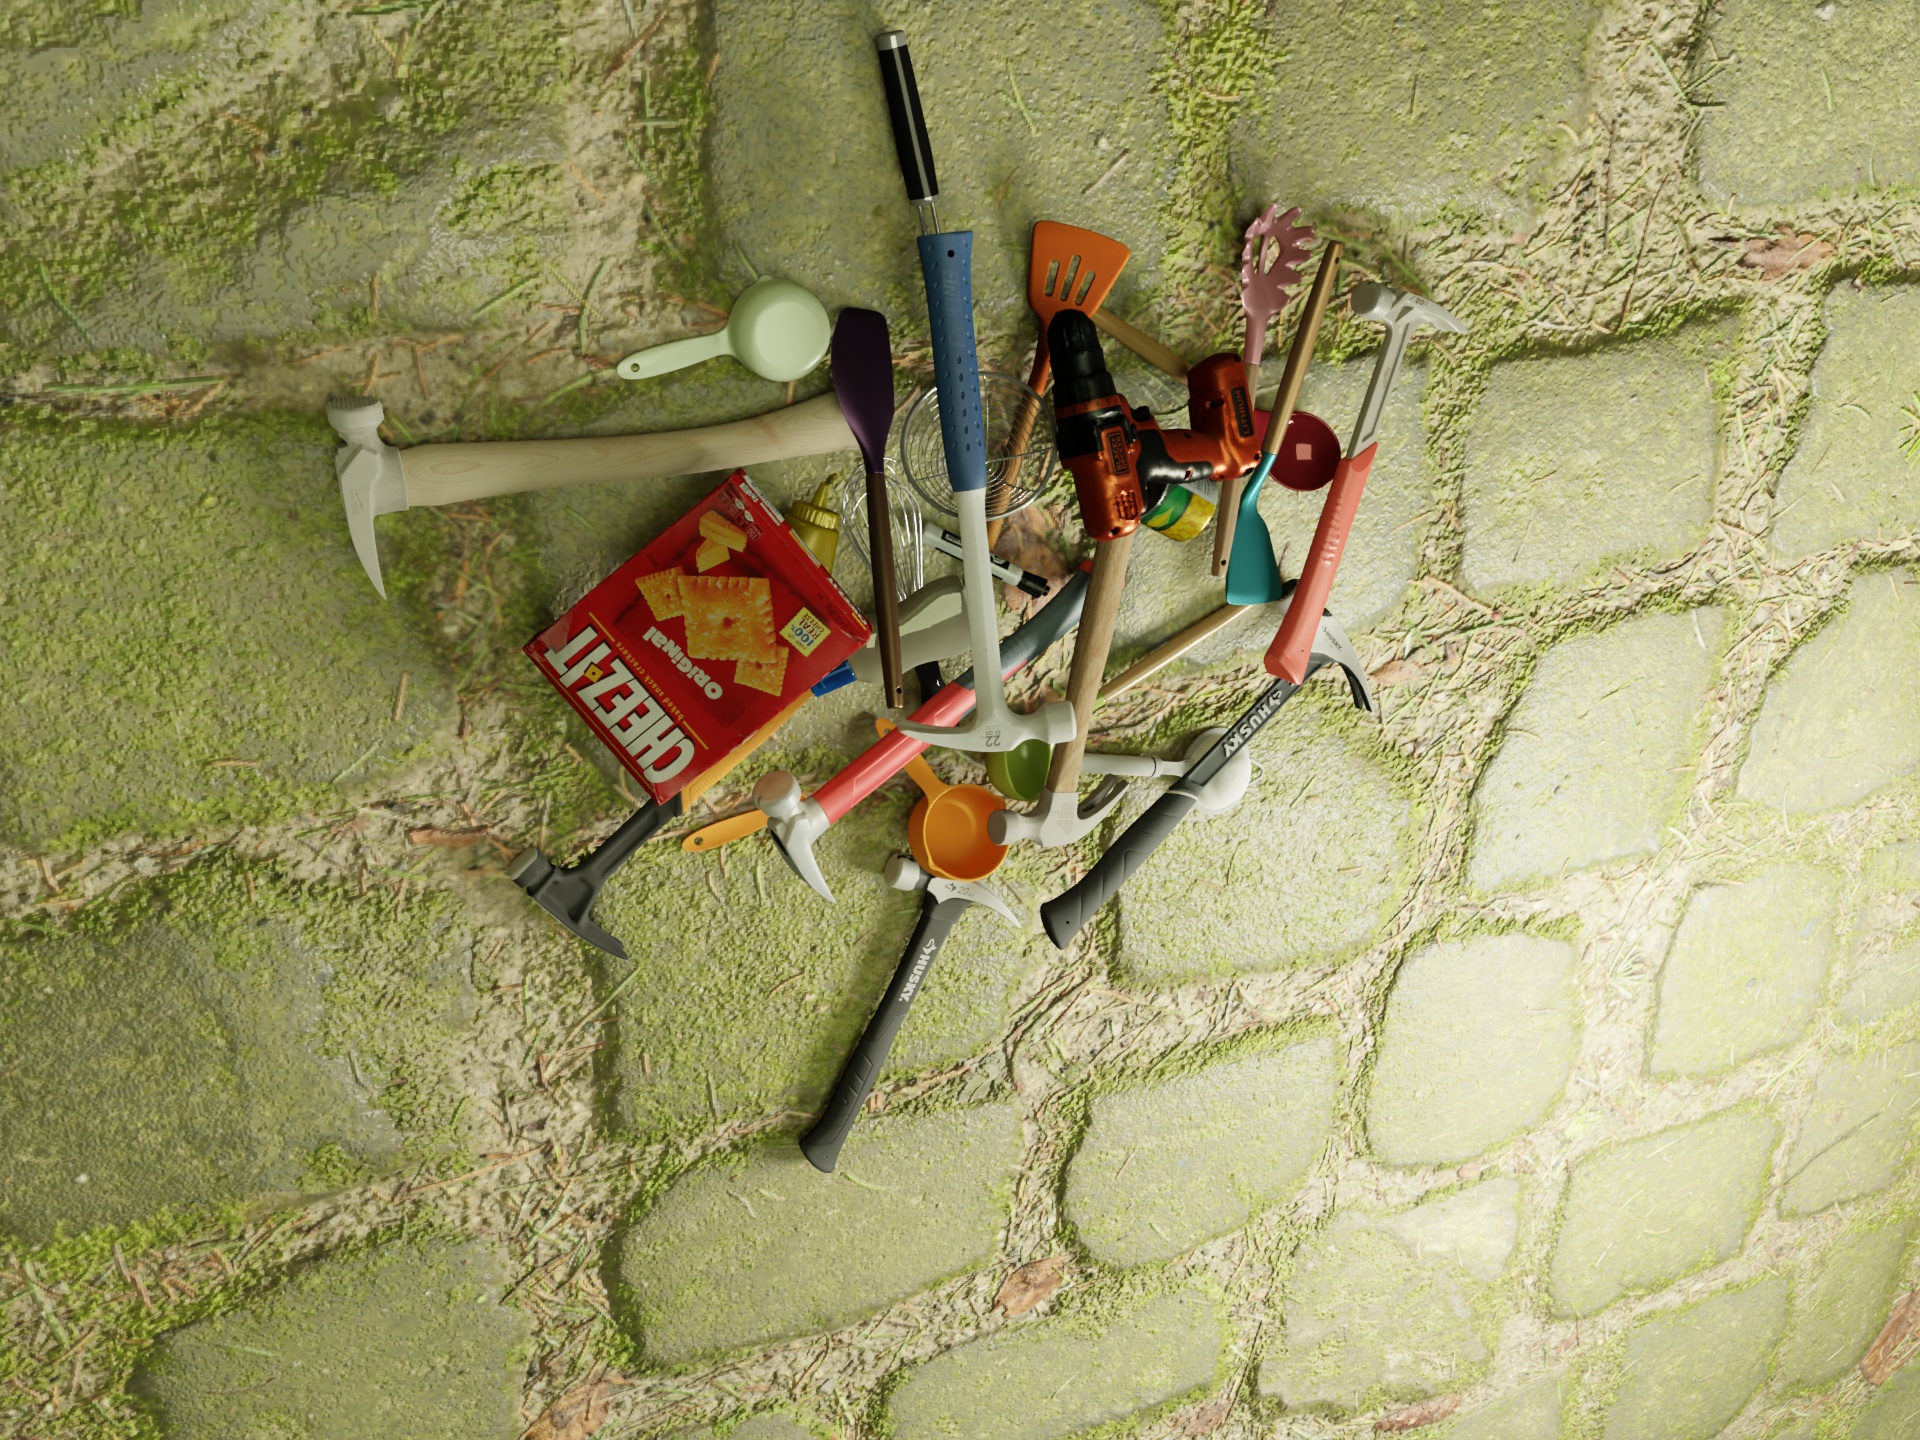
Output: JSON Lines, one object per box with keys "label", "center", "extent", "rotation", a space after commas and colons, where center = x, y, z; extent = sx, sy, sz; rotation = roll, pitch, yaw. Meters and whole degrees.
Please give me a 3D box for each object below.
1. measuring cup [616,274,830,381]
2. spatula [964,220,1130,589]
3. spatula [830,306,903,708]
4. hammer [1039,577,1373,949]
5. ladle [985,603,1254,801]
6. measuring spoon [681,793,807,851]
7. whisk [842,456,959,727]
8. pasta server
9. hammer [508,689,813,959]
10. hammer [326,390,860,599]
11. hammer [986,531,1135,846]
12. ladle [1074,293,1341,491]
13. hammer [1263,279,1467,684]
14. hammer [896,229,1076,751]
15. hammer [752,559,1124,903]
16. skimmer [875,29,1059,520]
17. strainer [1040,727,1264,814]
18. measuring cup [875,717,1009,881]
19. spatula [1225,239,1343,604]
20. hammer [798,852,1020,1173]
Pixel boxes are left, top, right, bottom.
{"label": "measuring cup", "center": [-0.177, -0.283, 1.206], "extent": [0.167, 0.038, 0.083], "rotation": [-20, 119, -18]}
{"label": "spatula", "center": [0.053, -0.249, 1.325], "extent": [0.081, 0.041, 0.322], "rotation": [16, 108, -5]}
{"label": "spatula", "center": [-0.066, -0.166, 1.240], "extent": [0.059, 0.018, 0.316], "rotation": [-4, 87, -39]}
{"label": "hammer", "center": [0.225, 0.059, 1.497], "extent": [0.409, 0.036, 0.149], "rotation": [-46, 106, -7]}
{"label": "ladle", "center": [0.157, -0.032, 1.463], "extent": [0.320, 0.062, 0.078], "rotation": [-33, 121, -11]}
{"label": "measuring spoon", "center": [-0.188, 0.089, 1.389], "extent": [0.117, 0.011, 0.021], "rotation": [-20, 110, -11]}
{"label": "whisk", "center": [-0.044, -0.092, 1.347], "extent": [0.070, 0.070, 0.284], "rotation": [-24, 124, -13]}
{"label": "pasta server", "center": [0.249, -0.280, 1.373], "extent": [0.060, 0.040, 0.316], "rotation": [5, 99, -14]}
{"label": "hammer", "center": [-0.215, 0.051, 1.340], "extent": [0.337, 0.034, 0.127], "rotation": [-44, 118, -1]}
{"label": "hammer", "center": [-0.256, -0.192, 1.215], "extent": [0.410, 0.038, 0.146], "rotation": [-11, 118, -20]}
{"label": "hammer", "center": [0.113, -0.047, 1.387], "extent": [0.130, 0.031, 0.331], "rotation": [1, 109, -34]}
{"label": "ladle", "center": [0.214, -0.290, 1.389], "extent": [0.315, 0.031, 0.069], "rotation": [26, 98, -29]}
{"label": "hammer", "center": [0.355, -0.207, 1.444], "extent": [0.149, 0.037, 0.359], "rotation": [6, 105, -43]}
{"label": "hammer", "center": [0.002, -0.169, 1.239], "extent": [0.144, 0.035, 0.405], "rotation": [-7, 106, -5]}
{"label": "hammer", "center": [-0.002, -0.004, 1.371], "extent": [0.386, 0.038, 0.143], "rotation": [-39, 136, -18]}
{"label": "skimmer", "center": [-0.012, -0.336, 1.225], "extent": [0.127, 0.090, 0.363], "rotation": [-13, 117, 1]}
{"label": "strainer", "center": [0.194, 0.047, 1.524], "extent": [0.258, 0.050, 0.087], "rotation": [4, 95, -22]}
{"label": "measuring cup", "center": [-0.029, 0.069, 1.430], "extent": [0.095, 0.052, 0.173], "rotation": [-42, 101, -22]}
{"label": "spatula", "center": [0.287, -0.256, 1.390], "extent": [0.082, 0.044, 0.317], "rotation": [-7, 120, -41]}
{"label": "hammer", "center": [-0.066, 0.288, 1.517], "extent": [0.146, 0.035, 0.334], "rotation": [19, 104, -29]}
